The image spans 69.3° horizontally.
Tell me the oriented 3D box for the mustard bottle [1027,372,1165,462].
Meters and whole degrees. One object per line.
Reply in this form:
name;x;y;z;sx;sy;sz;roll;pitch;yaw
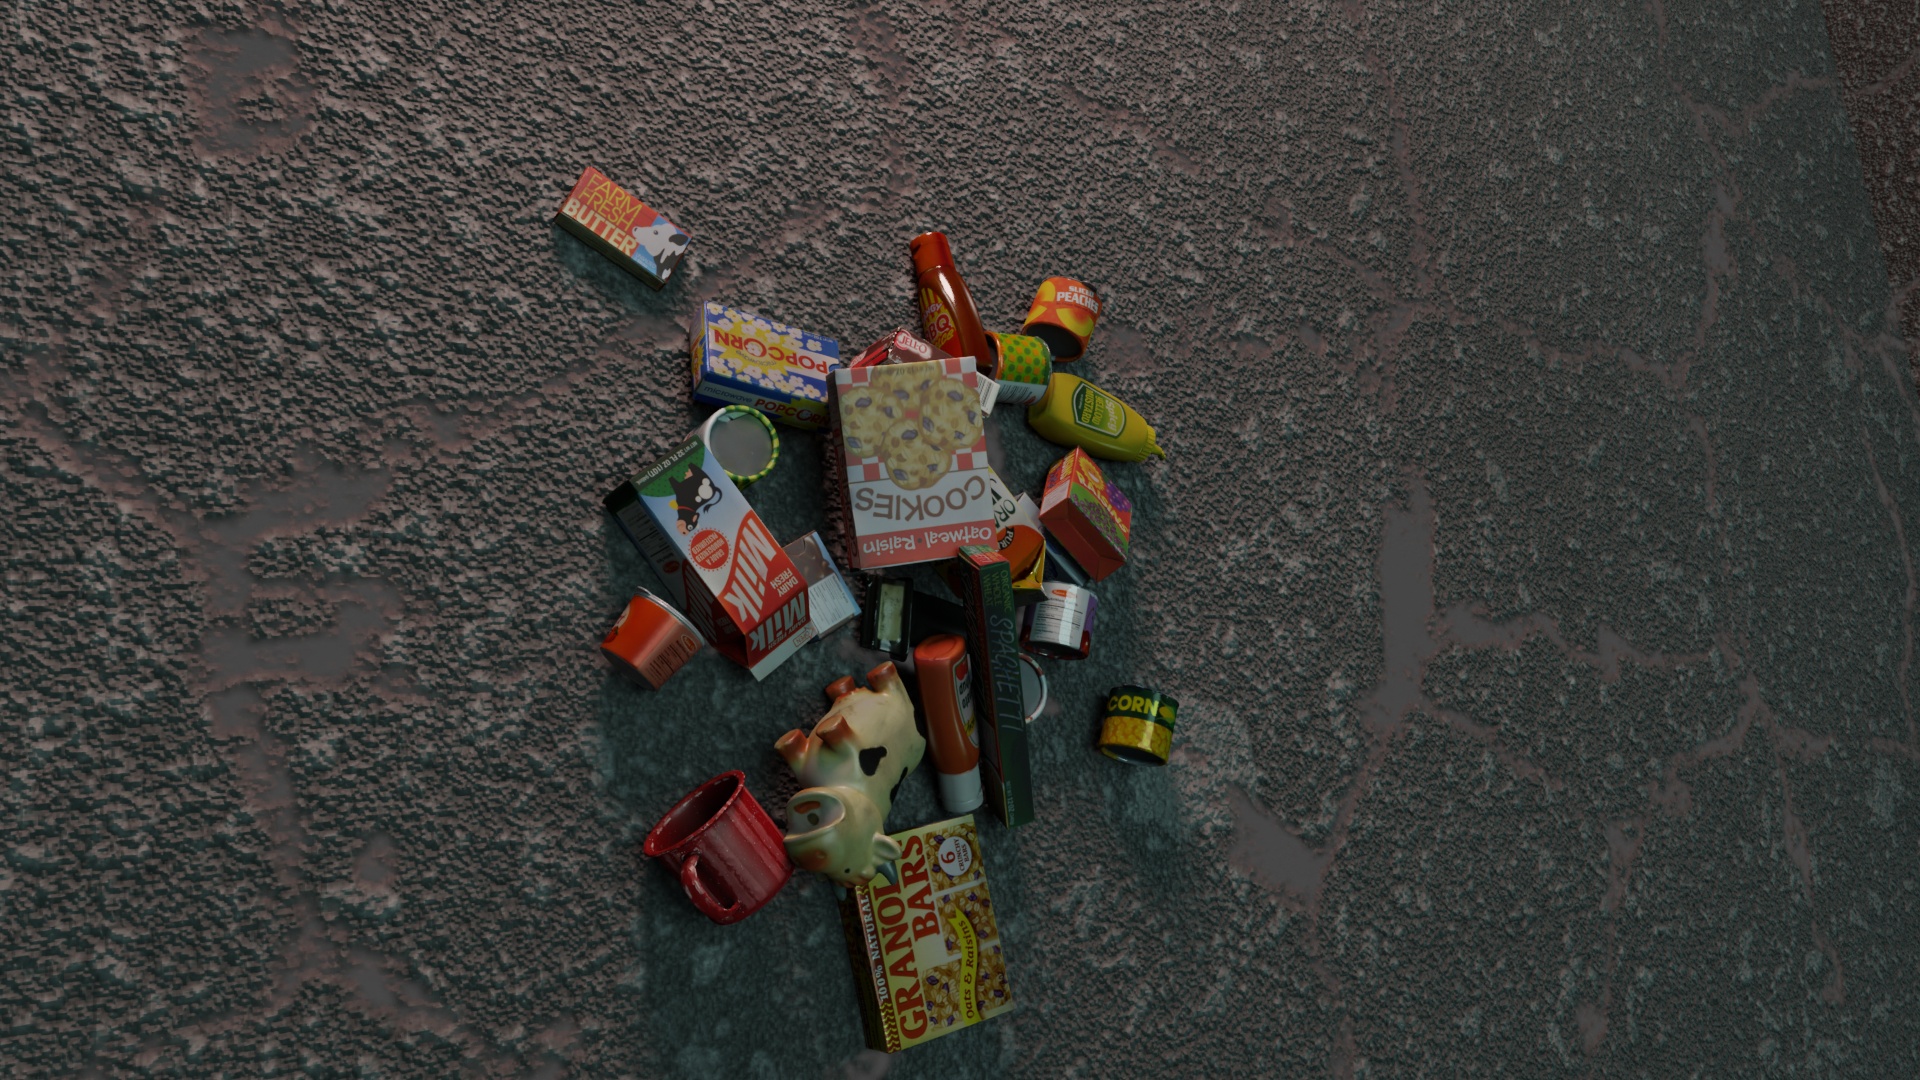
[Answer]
mustard bottle;0.143;-0.112;1.371;0.160;0.048;0.065;20;66;-26

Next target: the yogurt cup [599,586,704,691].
yogurt cup;-0.241;0.080;1.075;0.072;0.072;0.054;43;67;-15

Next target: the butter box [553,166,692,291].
butter box;-0.281;-0.260;1.161;0.103;0.024;0.053;34;63;-20

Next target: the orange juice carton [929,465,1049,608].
orange juice carton;0.004;-0.016;1.246;0.073;0.071;0.192;-44;101;-31

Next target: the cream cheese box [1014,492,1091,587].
cream cheese box;0.072;0.005;1.294;0.103;0.053;0.024;48;57;-12

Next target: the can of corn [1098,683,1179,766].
can of corn;0.166;0.173;1.298;0.071;0.071;0.058;25;66;-24

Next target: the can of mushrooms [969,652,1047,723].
can of mushrooms;0.042;0.134;1.253;0.071;0.033;0.071;8;74;-30

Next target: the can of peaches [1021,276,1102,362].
can of peaches;0.100;-0.216;1.359;0.071;0.071;0.058;32;64;-21

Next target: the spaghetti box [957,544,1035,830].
spaghetti box;0.031;0.125;1.175;0.029;0.050;0.249;-13;111;-18

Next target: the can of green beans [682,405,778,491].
can of green beans;-0.191;-0.073;1.148;0.071;0.057;0.071;9;73;-30

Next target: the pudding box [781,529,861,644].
pudding box;-0.126;0.039;1.176;0.050;0.030;0.083;-32;95;-33

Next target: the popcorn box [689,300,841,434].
popcorn box;-0.165;-0.146;1.178;0.127;0.038;0.085;13;46;-28

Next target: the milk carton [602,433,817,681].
milk carton;-0.193;0.018;1.113;0.073;0.073;0.190;-40;100;-32

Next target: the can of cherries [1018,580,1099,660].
can of cherries;0.091;0.075;1.280;0.071;0.071;0.058;20;71;-27

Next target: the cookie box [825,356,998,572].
cookie box;-0.041;-0.064;1.164;0.123;0.040;0.167;-7;91;-18

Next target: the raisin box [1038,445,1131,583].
raisin box;0.119;-0.026;1.304;0.086;0.040;0.124;46;25;-14

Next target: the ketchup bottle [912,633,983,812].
ketchup bottle;-0.009;0.158;1.184;0.065;0.043;0.148;-58;142;-69

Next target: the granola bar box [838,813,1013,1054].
granola bar box;-0.033;0.323;1.153;0.124;0.039;0.165;-8;82;-32

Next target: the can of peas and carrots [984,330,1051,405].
can of peas and carrots;0.044;-0.165;1.314;0.059;0.070;0.071;2;76;-31

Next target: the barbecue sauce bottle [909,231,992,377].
barbecue sauce bottle;-0.013;-0.215;1.296;0.044;0.064;0.149;-3;70;-34
